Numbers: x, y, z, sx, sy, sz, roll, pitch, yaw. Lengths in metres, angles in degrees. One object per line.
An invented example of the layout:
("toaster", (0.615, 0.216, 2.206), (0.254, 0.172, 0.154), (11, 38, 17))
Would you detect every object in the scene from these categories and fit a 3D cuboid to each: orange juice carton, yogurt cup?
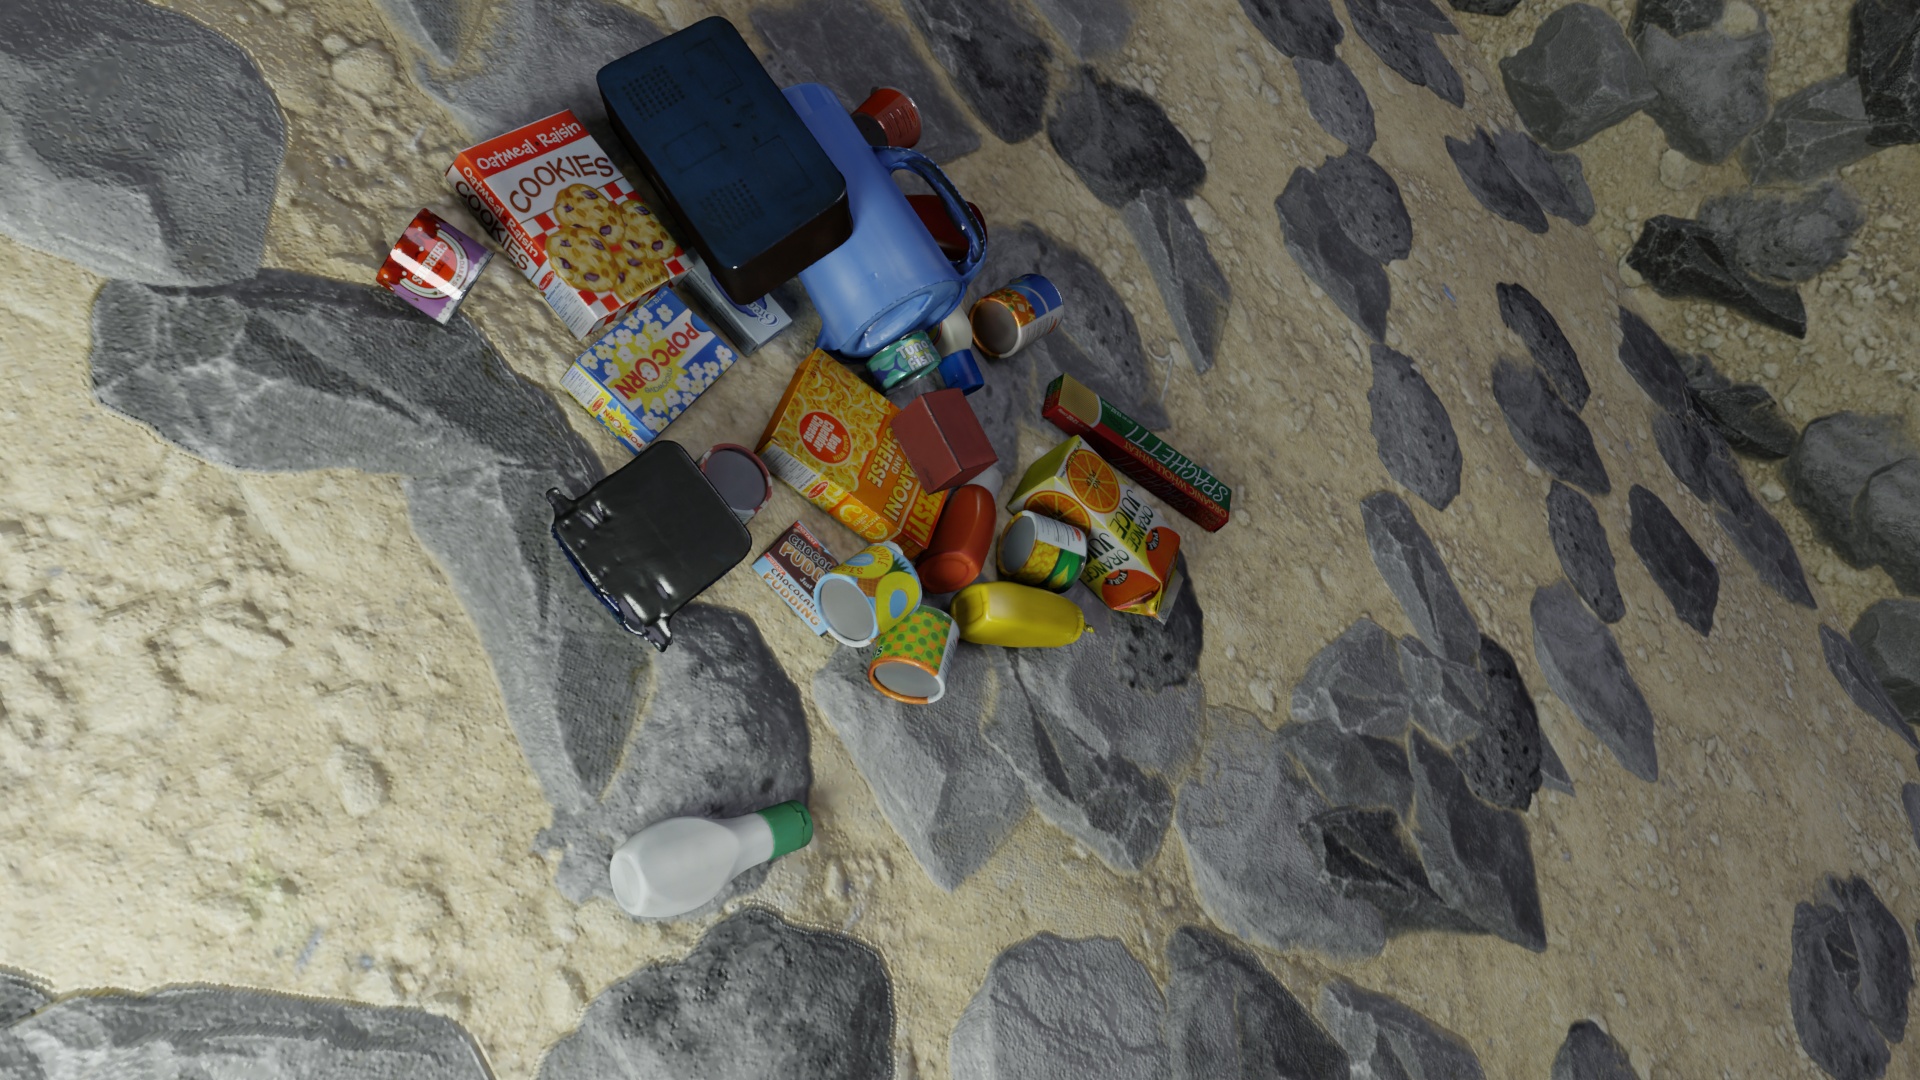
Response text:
("orange juice carton", (0.145, -0.004, 1.358), (0.192, 0.072, 0.072), (44, 45, -13))
("yogurt cup", (-0.081, -0.422, 1.420), (0.072, 0.072, 0.054), (49, 52, -7))

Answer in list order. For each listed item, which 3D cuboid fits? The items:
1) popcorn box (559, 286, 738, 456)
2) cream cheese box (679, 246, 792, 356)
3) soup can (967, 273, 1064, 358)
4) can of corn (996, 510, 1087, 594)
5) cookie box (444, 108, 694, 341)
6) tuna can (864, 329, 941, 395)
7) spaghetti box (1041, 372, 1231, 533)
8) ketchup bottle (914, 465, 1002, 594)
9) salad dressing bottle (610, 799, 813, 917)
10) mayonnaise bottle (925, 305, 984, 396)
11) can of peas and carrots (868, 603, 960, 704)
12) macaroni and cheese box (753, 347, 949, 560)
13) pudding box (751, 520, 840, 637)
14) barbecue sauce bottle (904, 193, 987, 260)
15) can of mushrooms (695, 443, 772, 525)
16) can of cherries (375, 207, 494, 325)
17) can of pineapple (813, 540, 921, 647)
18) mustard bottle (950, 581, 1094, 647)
("popcorn box", (-0.250, -0.138, 1.123), (0.085, 0.038, 0.127), (44, 45, -10))
("cream cheese box", (-0.201, -0.216, 1.221), (0.103, 0.024, 0.054), (49, 46, -7))
("soup can", (0.054, -0.232, 1.421), (0.071, 0.071, 0.084), (55, 44, -1))
("can of corn", (0.074, 0.013, 1.294), (0.058, 0.071, 0.071), (19, 54, -29))
("cookie box", (-0.318, -0.260, 1.137), (0.167, 0.040, 0.123), (51, 44, -6))
("tuna can", (-0.052, -0.165, 1.285), (0.071, 0.070, 0.033), (-29, 87, -46))
("spaghetti box", (0.193, -0.091, 1.482), (0.250, 0.028, 0.050), (32, 49, -22))
("ketchup bottle", (0.004, -0.016, 1.255), (0.043, 0.064, 0.150), (52, 34, -23))
("salad dressing bottle", (-0.171, 0.219, 0.976), (0.148, 0.043, 0.064), (-10, 70, -45))
("mayonnaise bottle", (-0.022, -0.211, 1.347), (0.041, 0.064, 0.148), (-18, 82, -46))
("can of peas and carrots", (-0.041, 0.093, 1.147), (0.071, 0.070, 0.059), (33, 49, -22))
("macaroni and cheese box", (-0.088, -0.074, 1.223), (0.166, 0.040, 0.124), (36, 46, -18))
("pudding box", (-0.123, 0.031, 1.137), (0.083, 0.030, 0.050), (48, 44, -8))
("barbecue sauce bottle", (-0.042, -0.323, 1.407), (0.149, 0.043, 0.065), (0, 66, -40))
("can of mushrooms", (-0.188, -0.045, 1.125), (0.071, 0.033, 0.071), (20, 54, -30))
("can of cherries", (-0.386, -0.201, 1.020), (0.058, 0.071, 0.072), (35, 48, -20))
("can of pineapple", (-0.074, 0.042, 1.101), (0.058, 0.070, 0.071), (-35, 90, -46))
("mustard bottle", (0.064, 0.070, 1.255), (0.160, 0.065, 0.049), (11, 64, -43))
